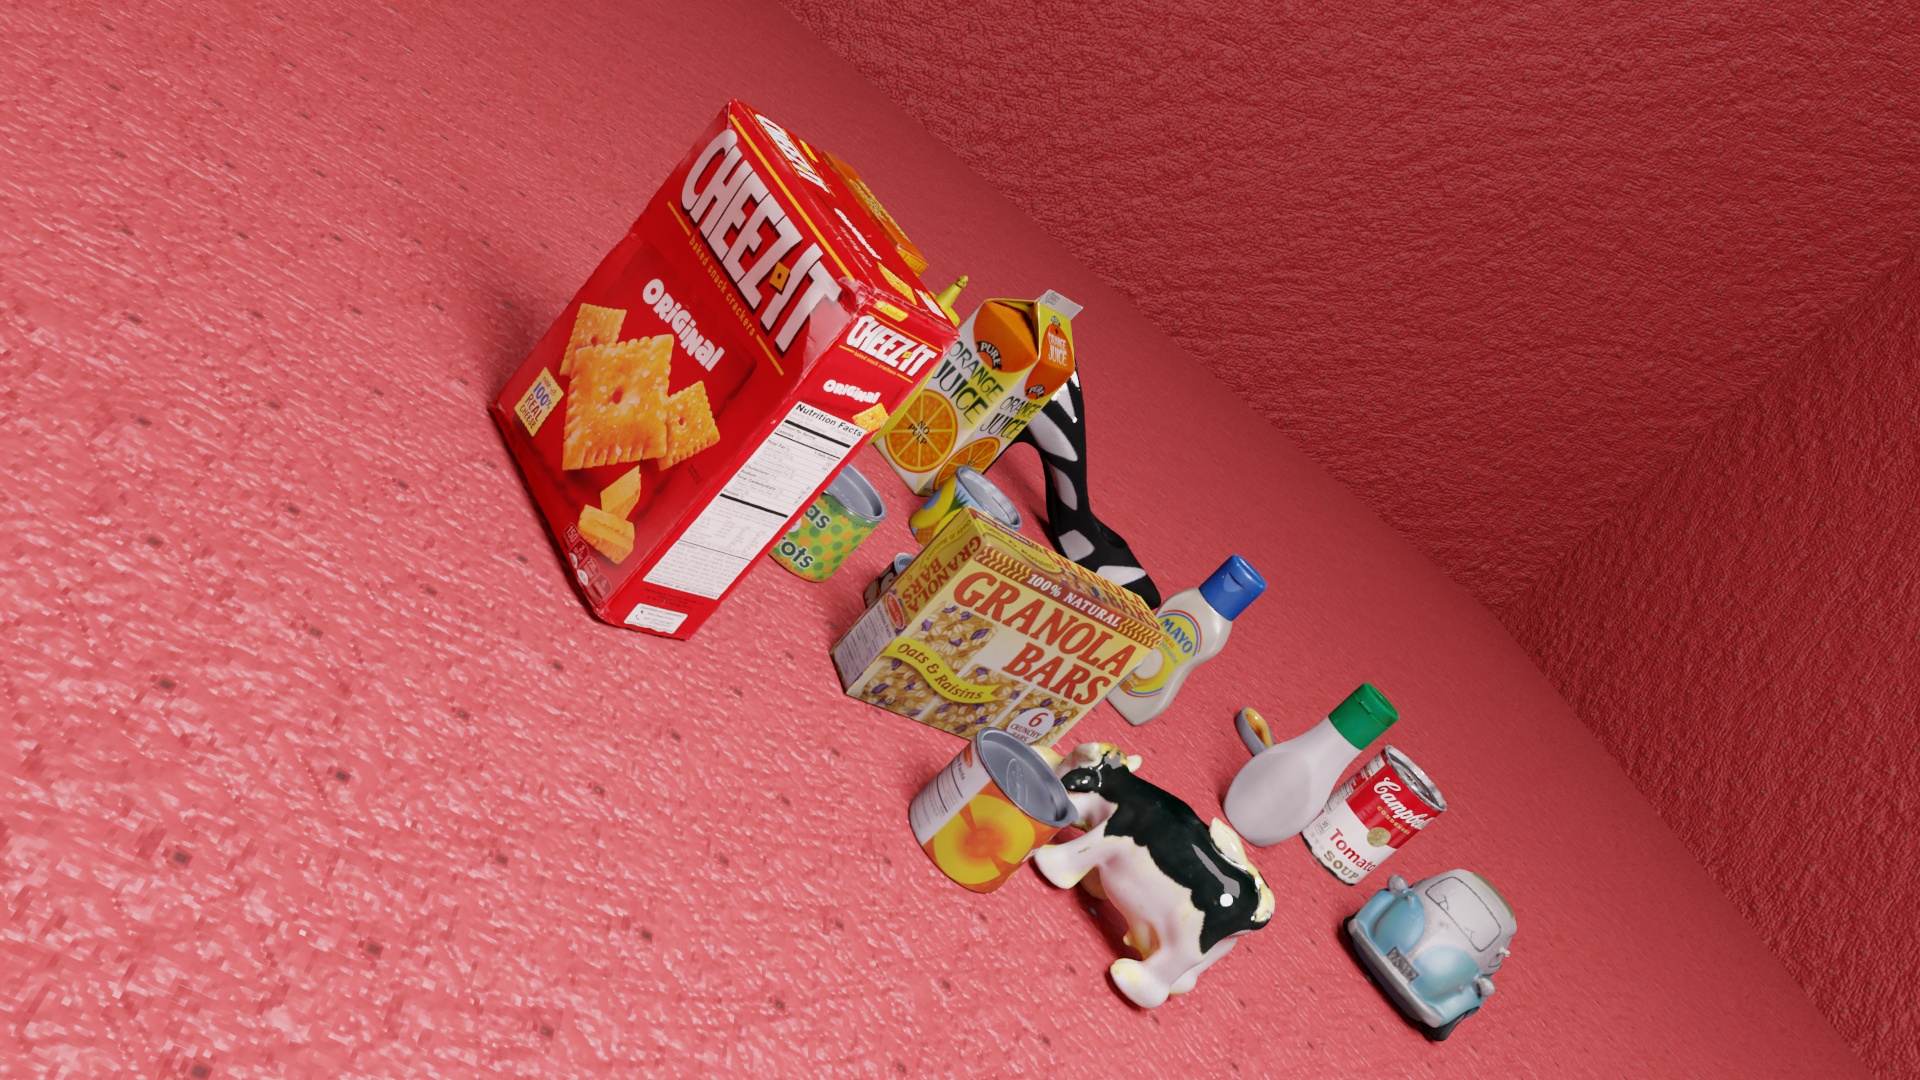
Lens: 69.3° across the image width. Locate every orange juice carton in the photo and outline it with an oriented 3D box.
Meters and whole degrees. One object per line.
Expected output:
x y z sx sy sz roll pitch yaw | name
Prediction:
0.021 -0.125 1.126 0.073 0.192 0.072 51 19 22 | orange juice carton

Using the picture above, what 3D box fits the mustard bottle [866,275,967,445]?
-0.046 -0.146 1.084 0.065 0.160 0.049 28 23 -41 | mustard bottle

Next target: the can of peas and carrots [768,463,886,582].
-0.090 -0.016 0.861 0.071 0.058 0.071 38 18 -15 | can of peas and carrots

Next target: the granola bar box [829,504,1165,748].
0.024 0.060 0.824 0.165 0.124 0.039 27 24 -41 | granola bar box

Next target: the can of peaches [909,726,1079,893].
0.017 0.143 0.729 0.071 0.058 0.071 38 18 -15 | can of peaches

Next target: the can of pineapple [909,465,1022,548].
0.004 -0.013 1.054 0.071 0.057 0.071 38 18 -15 | can of pineapple

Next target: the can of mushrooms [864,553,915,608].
-0.027 0.042 0.902 0.071 0.033 0.071 38 18 -15 | can of mushrooms

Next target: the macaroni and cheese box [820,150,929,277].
-0.113 -0.180 1.007 0.040 0.166 0.124 20 29 -52 | macaroni and cheese box

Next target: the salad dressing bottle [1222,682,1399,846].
0.265 0.169 1.050 0.044 0.147 0.064 16 32 -56 | salad dressing bottle

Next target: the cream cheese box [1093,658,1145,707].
0.094 0.101 0.994 0.024 0.053 0.104 48 18 14 | cream cheese box

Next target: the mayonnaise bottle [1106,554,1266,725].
0.169 0.073 1.062 0.065 0.147 0.041 49 18 18 | mayonnaise bottle
